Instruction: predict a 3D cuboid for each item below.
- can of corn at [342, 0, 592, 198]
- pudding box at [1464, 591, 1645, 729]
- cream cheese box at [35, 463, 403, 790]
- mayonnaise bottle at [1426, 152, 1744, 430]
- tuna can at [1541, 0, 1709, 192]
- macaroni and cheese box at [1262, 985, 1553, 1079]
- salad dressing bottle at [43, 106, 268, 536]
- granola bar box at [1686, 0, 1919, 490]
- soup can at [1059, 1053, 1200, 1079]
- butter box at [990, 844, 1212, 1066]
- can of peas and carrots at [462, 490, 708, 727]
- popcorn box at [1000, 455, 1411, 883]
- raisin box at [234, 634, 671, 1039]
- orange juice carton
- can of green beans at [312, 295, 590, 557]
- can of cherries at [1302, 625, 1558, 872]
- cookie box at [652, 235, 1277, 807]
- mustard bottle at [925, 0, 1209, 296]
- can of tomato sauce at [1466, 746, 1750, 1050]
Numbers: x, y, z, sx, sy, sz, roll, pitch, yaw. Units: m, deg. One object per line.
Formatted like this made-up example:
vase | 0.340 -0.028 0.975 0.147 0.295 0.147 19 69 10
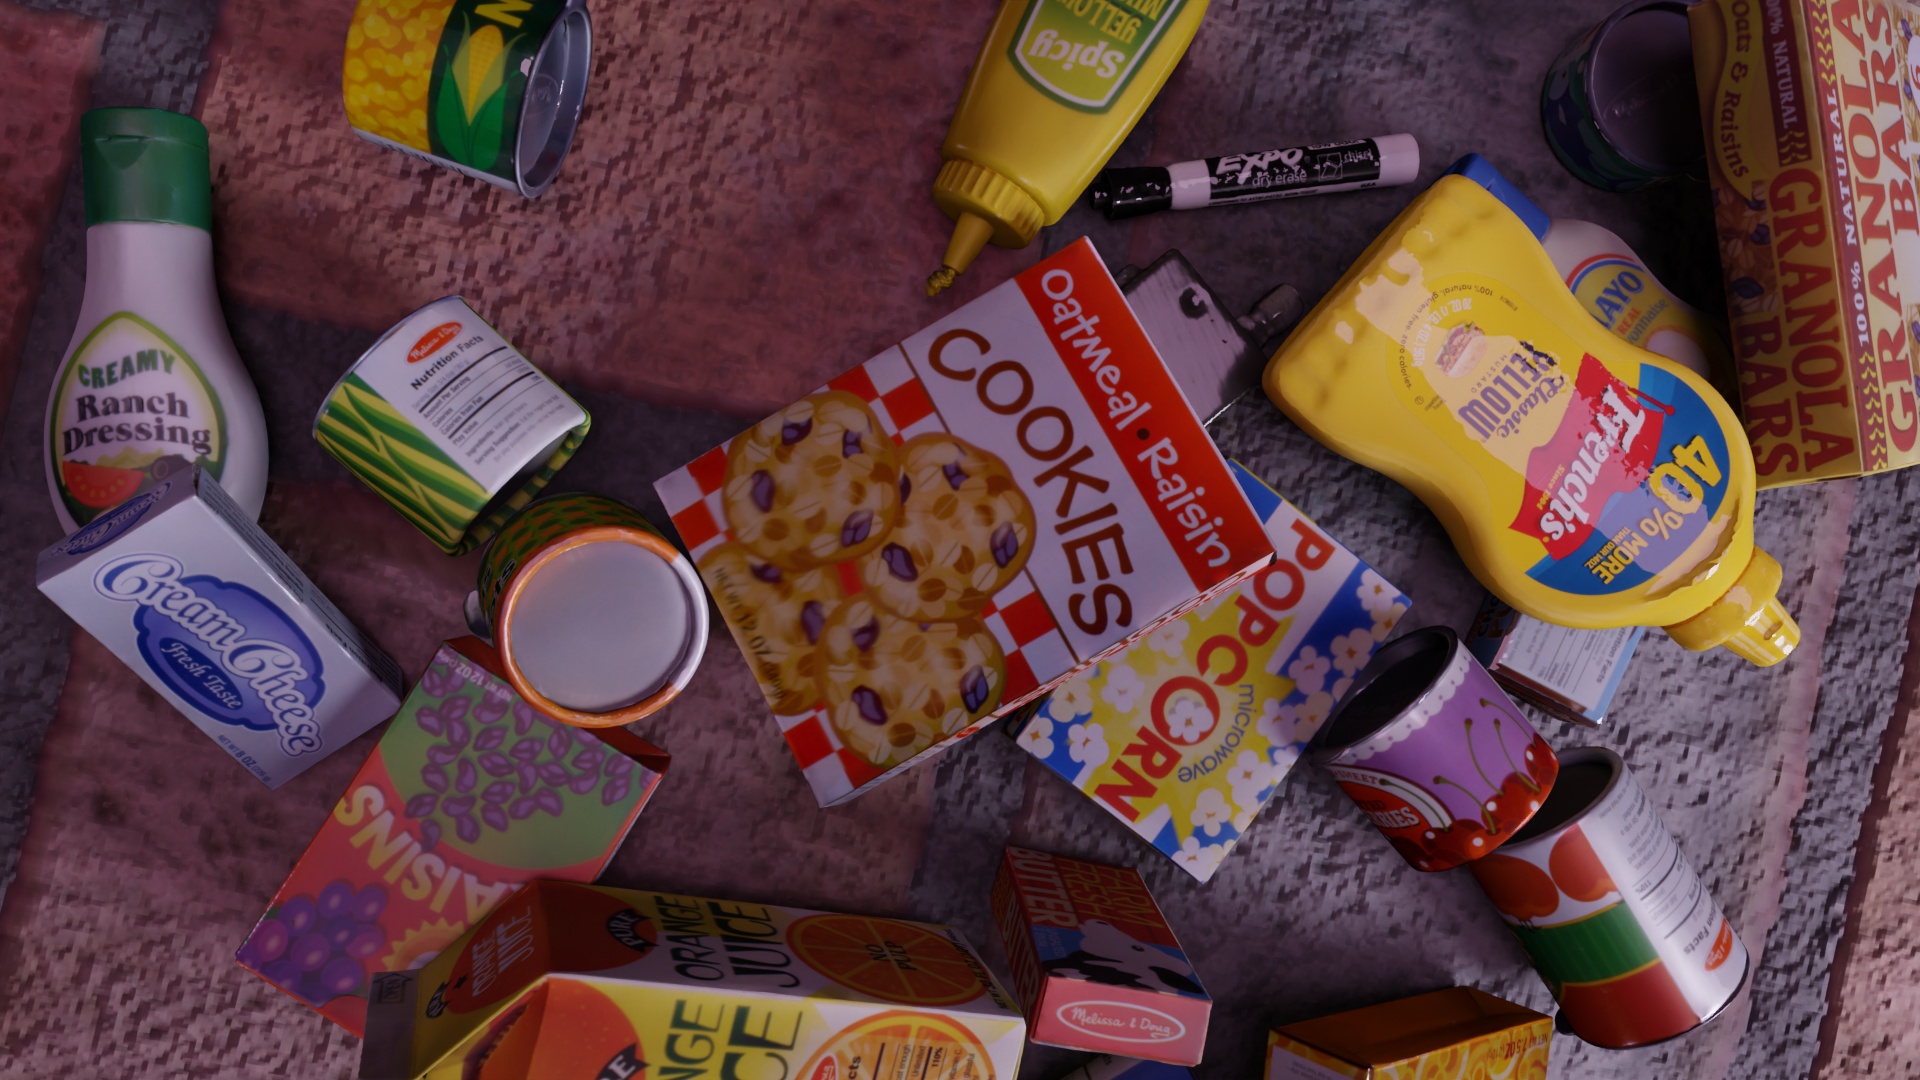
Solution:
can of corn | -0.160 -0.156 0.456 0.058 0.071 0.071 18 88 -5
pudding box | 0.226 0.021 0.513 0.050 0.030 0.083 26 87 -4
cream cheese box | -0.232 0.029 0.444 0.053 0.024 0.103 -33 128 -7
mayonnaise bottle | 0.229 -0.080 0.509 0.148 0.041 0.065 39 83 -5
tuna can | 0.256 -0.163 0.516 0.071 0.033 0.071 0 90 -6
macaroni and cheese box | 0.144 0.244 0.469 0.124 0.040 0.166 8 89 -41
salad dressing bottle | -0.265 -0.065 0.457 0.064 0.044 0.147 -3 90 -6
granola bar box | 0.313 -0.107 0.490 0.124 0.039 0.165 -9 91 -38
soup can | 0.052 0.217 0.474 0.084 0.071 0.071 -29 93 -5
butter box | 0.043 0.134 0.457 0.053 0.103 0.024 11 98 -8
can of peas and carrots | -0.123 0.022 0.453 0.071 0.059 0.070 -6 104 -23
popcorn box | 0.087 0.044 0.494 0.085 0.038 0.127 38 86 -4
raisin box | -0.167 0.106 0.468 0.086 0.040 0.123 33 87 -6
orange juice carton | -0.084 0.159 0.434 0.193 0.072 0.073 12 94 -20
can of green beans | -0.165 -0.037 0.456 0.058 0.071 0.071 43 86 -5
can of cherries | 0.163 0.075 0.488 0.071 0.071 0.058 -42 95 -4
cookie box | 0.002 -0.006 0.464 0.167 0.040 0.123 -30 79 2
mustard bottle | 0.032 -0.153 0.485 0.065 0.049 0.160 29 87 -3
can of tomato sauce | 0.224 0.126 0.495 0.071 0.071 0.083 -34 93 -5
